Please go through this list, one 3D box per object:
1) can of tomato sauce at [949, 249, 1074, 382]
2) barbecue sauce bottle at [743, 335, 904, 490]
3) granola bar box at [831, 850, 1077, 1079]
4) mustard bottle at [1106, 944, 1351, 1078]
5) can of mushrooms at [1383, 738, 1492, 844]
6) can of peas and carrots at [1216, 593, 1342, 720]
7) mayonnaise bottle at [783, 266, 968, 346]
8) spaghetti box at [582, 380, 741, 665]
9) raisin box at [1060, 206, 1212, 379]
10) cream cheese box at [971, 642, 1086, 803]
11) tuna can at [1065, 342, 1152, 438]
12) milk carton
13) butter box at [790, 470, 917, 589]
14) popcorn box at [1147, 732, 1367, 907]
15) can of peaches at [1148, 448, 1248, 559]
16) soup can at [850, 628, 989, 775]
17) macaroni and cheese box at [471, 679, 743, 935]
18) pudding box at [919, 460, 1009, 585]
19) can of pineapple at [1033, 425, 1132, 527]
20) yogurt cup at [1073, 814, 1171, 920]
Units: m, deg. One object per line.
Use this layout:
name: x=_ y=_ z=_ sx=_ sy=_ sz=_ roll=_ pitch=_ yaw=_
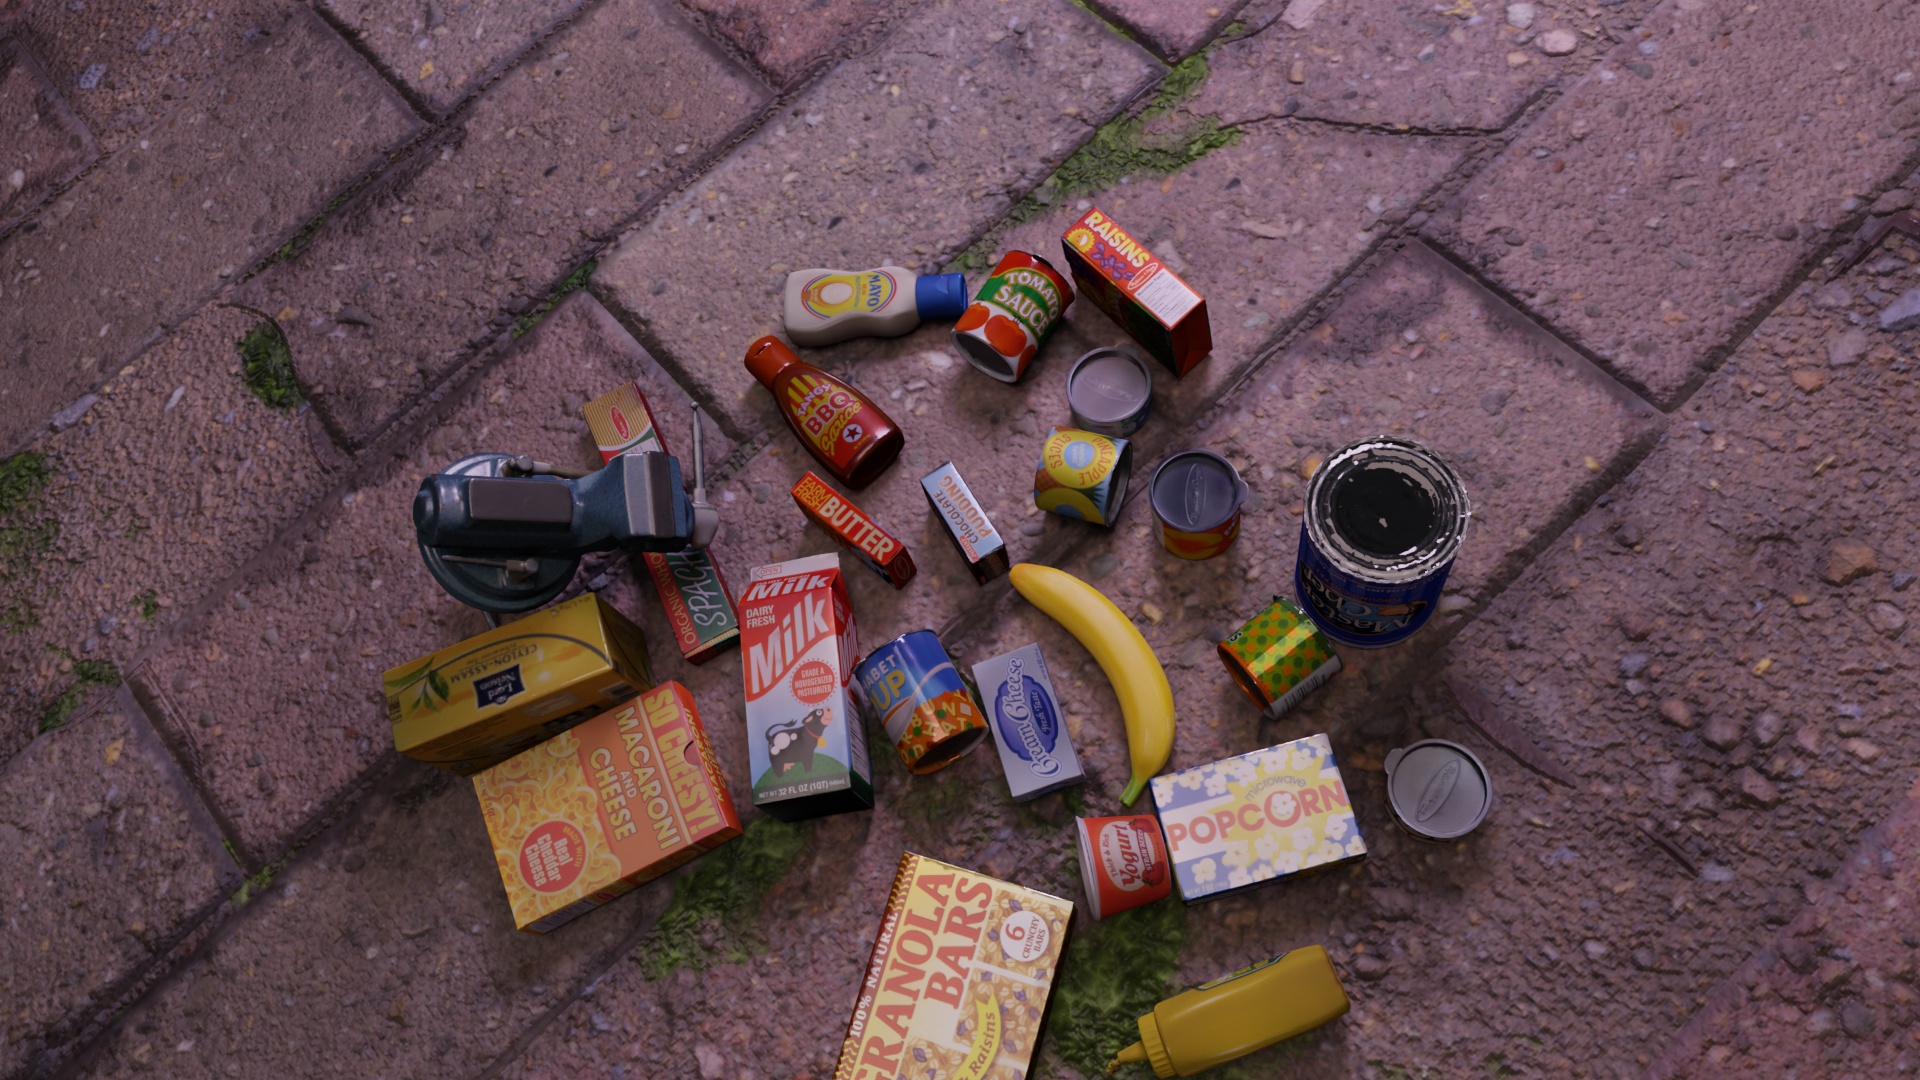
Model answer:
can of tomato sauce: x=0.041 y=-0.177 z=1.098 sx=0.071 sy=0.071 sz=0.083 roll=30 pitch=77 yaw=20
barbecue sauce bottle: x=-0.115 y=-0.108 z=1.113 sx=0.065 sy=0.043 sz=0.149 roll=-44 pitch=67 yaw=-7
granola bar box: x=-0.003 y=0.306 z=0.925 sx=0.124 sy=0.039 sz=0.166 roll=13 pitch=71 yaw=15
mustard bottle: x=0.165 y=0.305 z=0.881 sx=0.160 sy=0.065 sz=0.049 roll=-23 pitch=70 yaw=5
can of mushrooms: x=0.315 y=0.166 z=0.925 sx=0.071 sy=0.033 sz=0.071 roll=-4 pitch=68 yaw=10
can of peas and carrots: x=0.218 y=0.080 z=0.961 sx=0.059 sy=0.070 sz=0.071 roll=-37 pitch=66 yaw=-4
mayonnaise bottle: x=-0.069 y=-0.196 z=1.142 sx=0.148 sy=0.041 sz=0.065 roll=-4 pitch=66 yaw=10
spaghetti box: x=-0.237 y=-0.016 z=1.107 sx=0.050 sy=0.028 sz=0.251 roll=-27 pitch=66 yaw=-1
raisin box: x=0.136 y=-0.191 z=1.077 sx=0.040 sy=0.086 sz=0.123 roll=-42 pitch=67 yaw=-2
cream cheese box: x=0.048 y=0.131 z=0.995 sx=0.053 sy=0.024 sz=0.104 roll=-20 pitch=66 yaw=4
tuna can: x=0.117 y=-0.116 z=1.079 sx=0.071 sy=0.032 sz=0.071 roll=-4 pitch=68 yaw=9
milk carton: x=-0.114 y=0.101 z=1.011 sx=0.072 sy=0.073 sz=0.191 roll=-11 pitch=66 yaw=7
butter box: x=-0.082 y=-0.007 z=1.061 sx=0.104 sy=0.053 sz=0.024 roll=37 pitch=77 yaw=22
popcorn box: x=0.198 y=0.188 z=0.935 sx=0.127 sy=0.038 sz=0.085 roll=-16 pitch=66 yaw=4
can of peaches: x=0.174 y=-0.025 z=1.017 sx=0.071 sy=0.058 sz=0.071 roll=-4 pitch=67 yaw=9
soup can: x=-0.030 y=0.116 z=0.991 sx=0.071 sy=0.071 sz=0.084 roll=-30 pitch=66 yaw=-2
macaroni and cheese box: x=-0.259 y=0.195 z=1.018 sx=0.166 sy=0.040 sz=0.124 roll=-26 pitch=67 yaw=-1
pudding box: x=0.004 y=-0.013 z=1.049 sx=0.030 sy=0.049 sz=0.084 roll=-30 pitch=67 yaw=-4
can of pineapple: x=0.092 y=-0.049 z=1.036 sx=0.058 sy=0.070 sz=0.071 roll=14 pitch=72 yaw=16
yogurt cup: x=0.108 y=0.215 z=0.929 sx=0.054 sy=0.072 sz=0.072 roll=-10 pitch=67 yaw=-2
